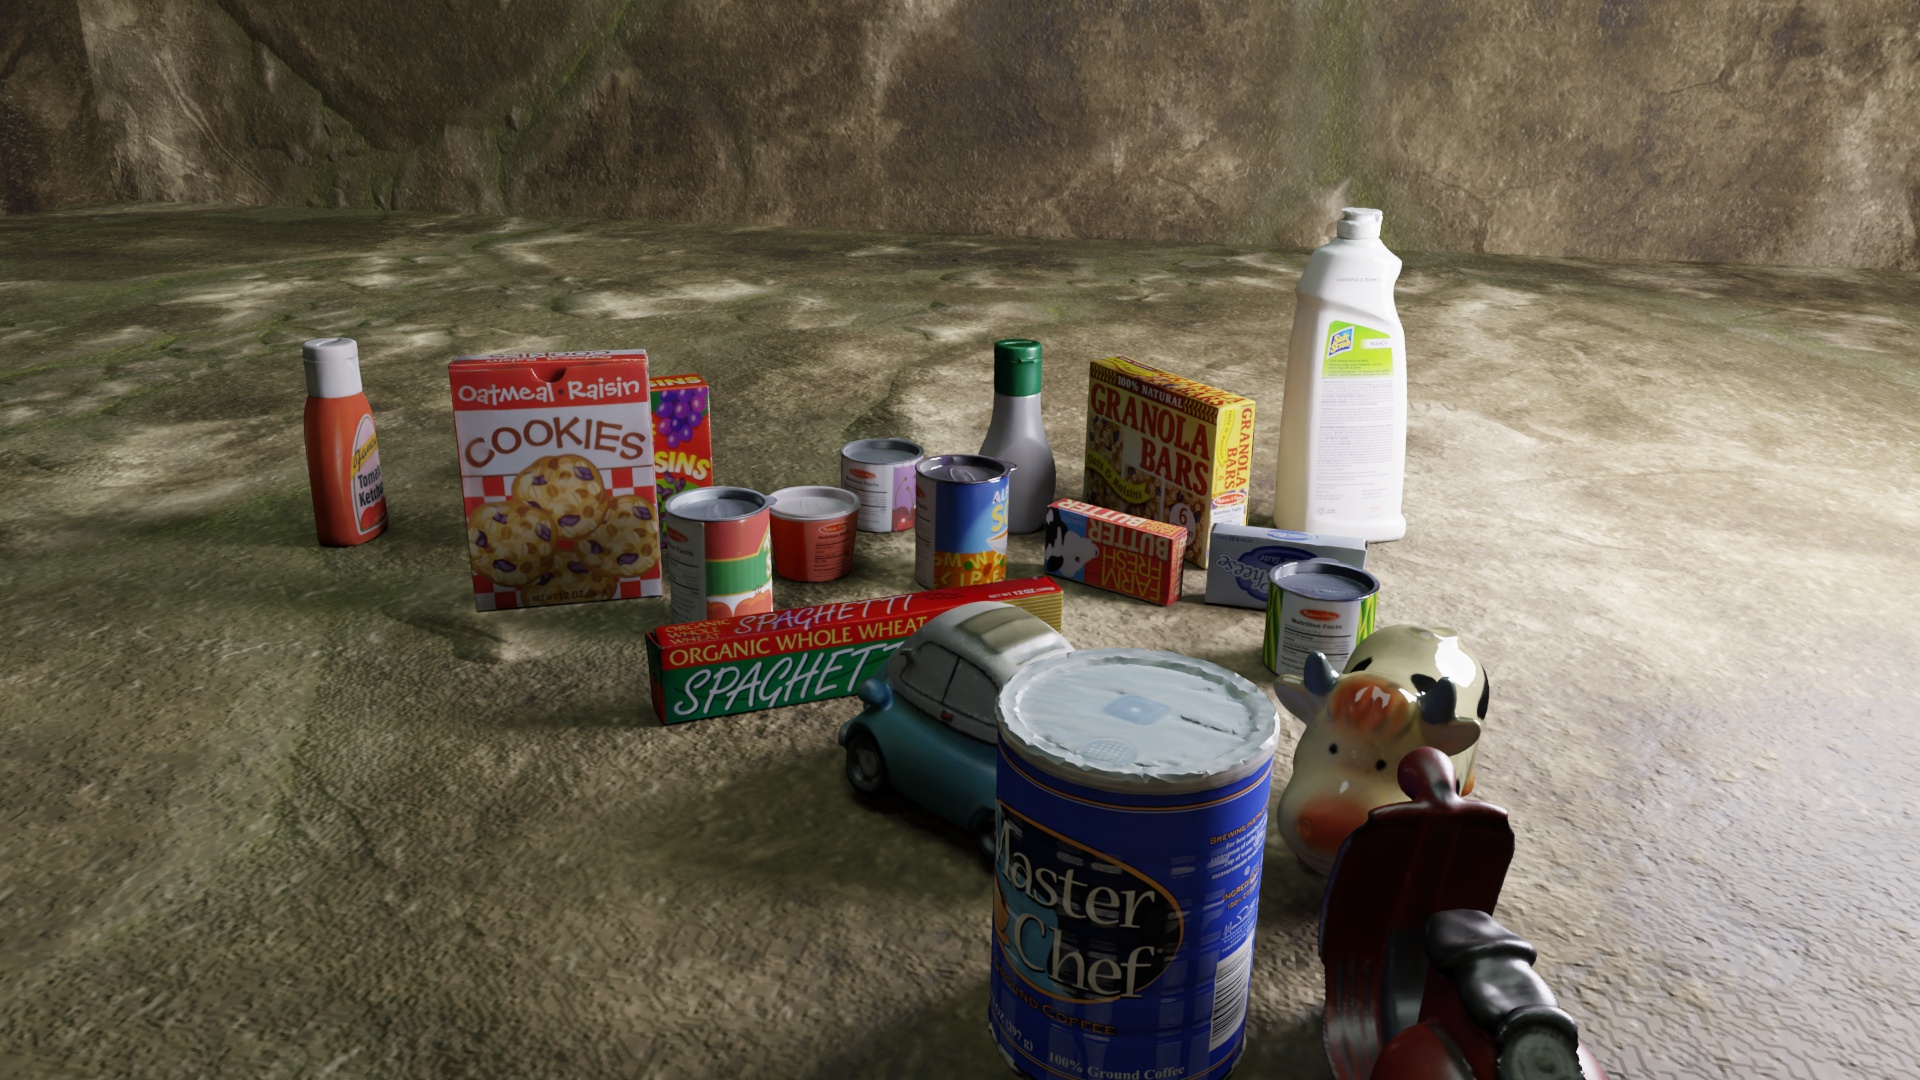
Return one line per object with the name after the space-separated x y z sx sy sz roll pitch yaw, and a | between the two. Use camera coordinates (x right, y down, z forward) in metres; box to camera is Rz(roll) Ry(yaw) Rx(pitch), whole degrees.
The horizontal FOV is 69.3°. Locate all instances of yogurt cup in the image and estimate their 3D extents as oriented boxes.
-0.105 -0.004 0.994 0.072 0.053 0.072 1 20 0 | yogurt cup

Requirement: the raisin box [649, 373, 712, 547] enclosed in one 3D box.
-0.229 -0.057 1.033 0.086 0.123 0.040 -8 21 -22 | raisin box

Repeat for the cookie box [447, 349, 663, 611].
-0.265 -0.041 0.923 0.123 0.166 0.040 -4 20 -14 | cookie box

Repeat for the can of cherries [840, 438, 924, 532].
-0.060 -0.045 1.100 0.071 0.058 0.072 1 20 0 | can of cherries

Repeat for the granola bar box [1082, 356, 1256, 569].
0.157 -0.064 1.067 0.039 0.123 0.166 -10 23 -27 | granola bar box

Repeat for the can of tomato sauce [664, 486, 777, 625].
-0.154 0.014 0.901 0.071 0.082 0.071 1 20 0 | can of tomato sauce

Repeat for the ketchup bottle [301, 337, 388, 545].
-0.460 -0.074 1.031 0.043 0.148 0.065 2 20 2 | ketchup bottle

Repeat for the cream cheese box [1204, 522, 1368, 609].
0.220 0.021 0.942 0.104 0.053 0.024 6 21 15 | cream cheese box

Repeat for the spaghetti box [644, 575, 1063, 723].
-0.057 0.063 0.821 0.251 0.050 0.029 -7 21 -21 | spaghetti box

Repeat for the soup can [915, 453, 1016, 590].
0.003 -0.012 0.978 0.071 0.083 0.071 1 20 0 | soup can

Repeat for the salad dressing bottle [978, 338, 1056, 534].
0.043 -0.080 1.074 0.064 0.147 0.044 -6 21 -19 | salad dressing bottle

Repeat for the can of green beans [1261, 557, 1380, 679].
0.222 0.050 0.857 0.071 0.057 0.071 1 20 0 | can of green beans

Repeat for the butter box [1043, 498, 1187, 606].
0.108 0.008 0.974 0.103 0.053 0.024 15 24 34 | butter box
